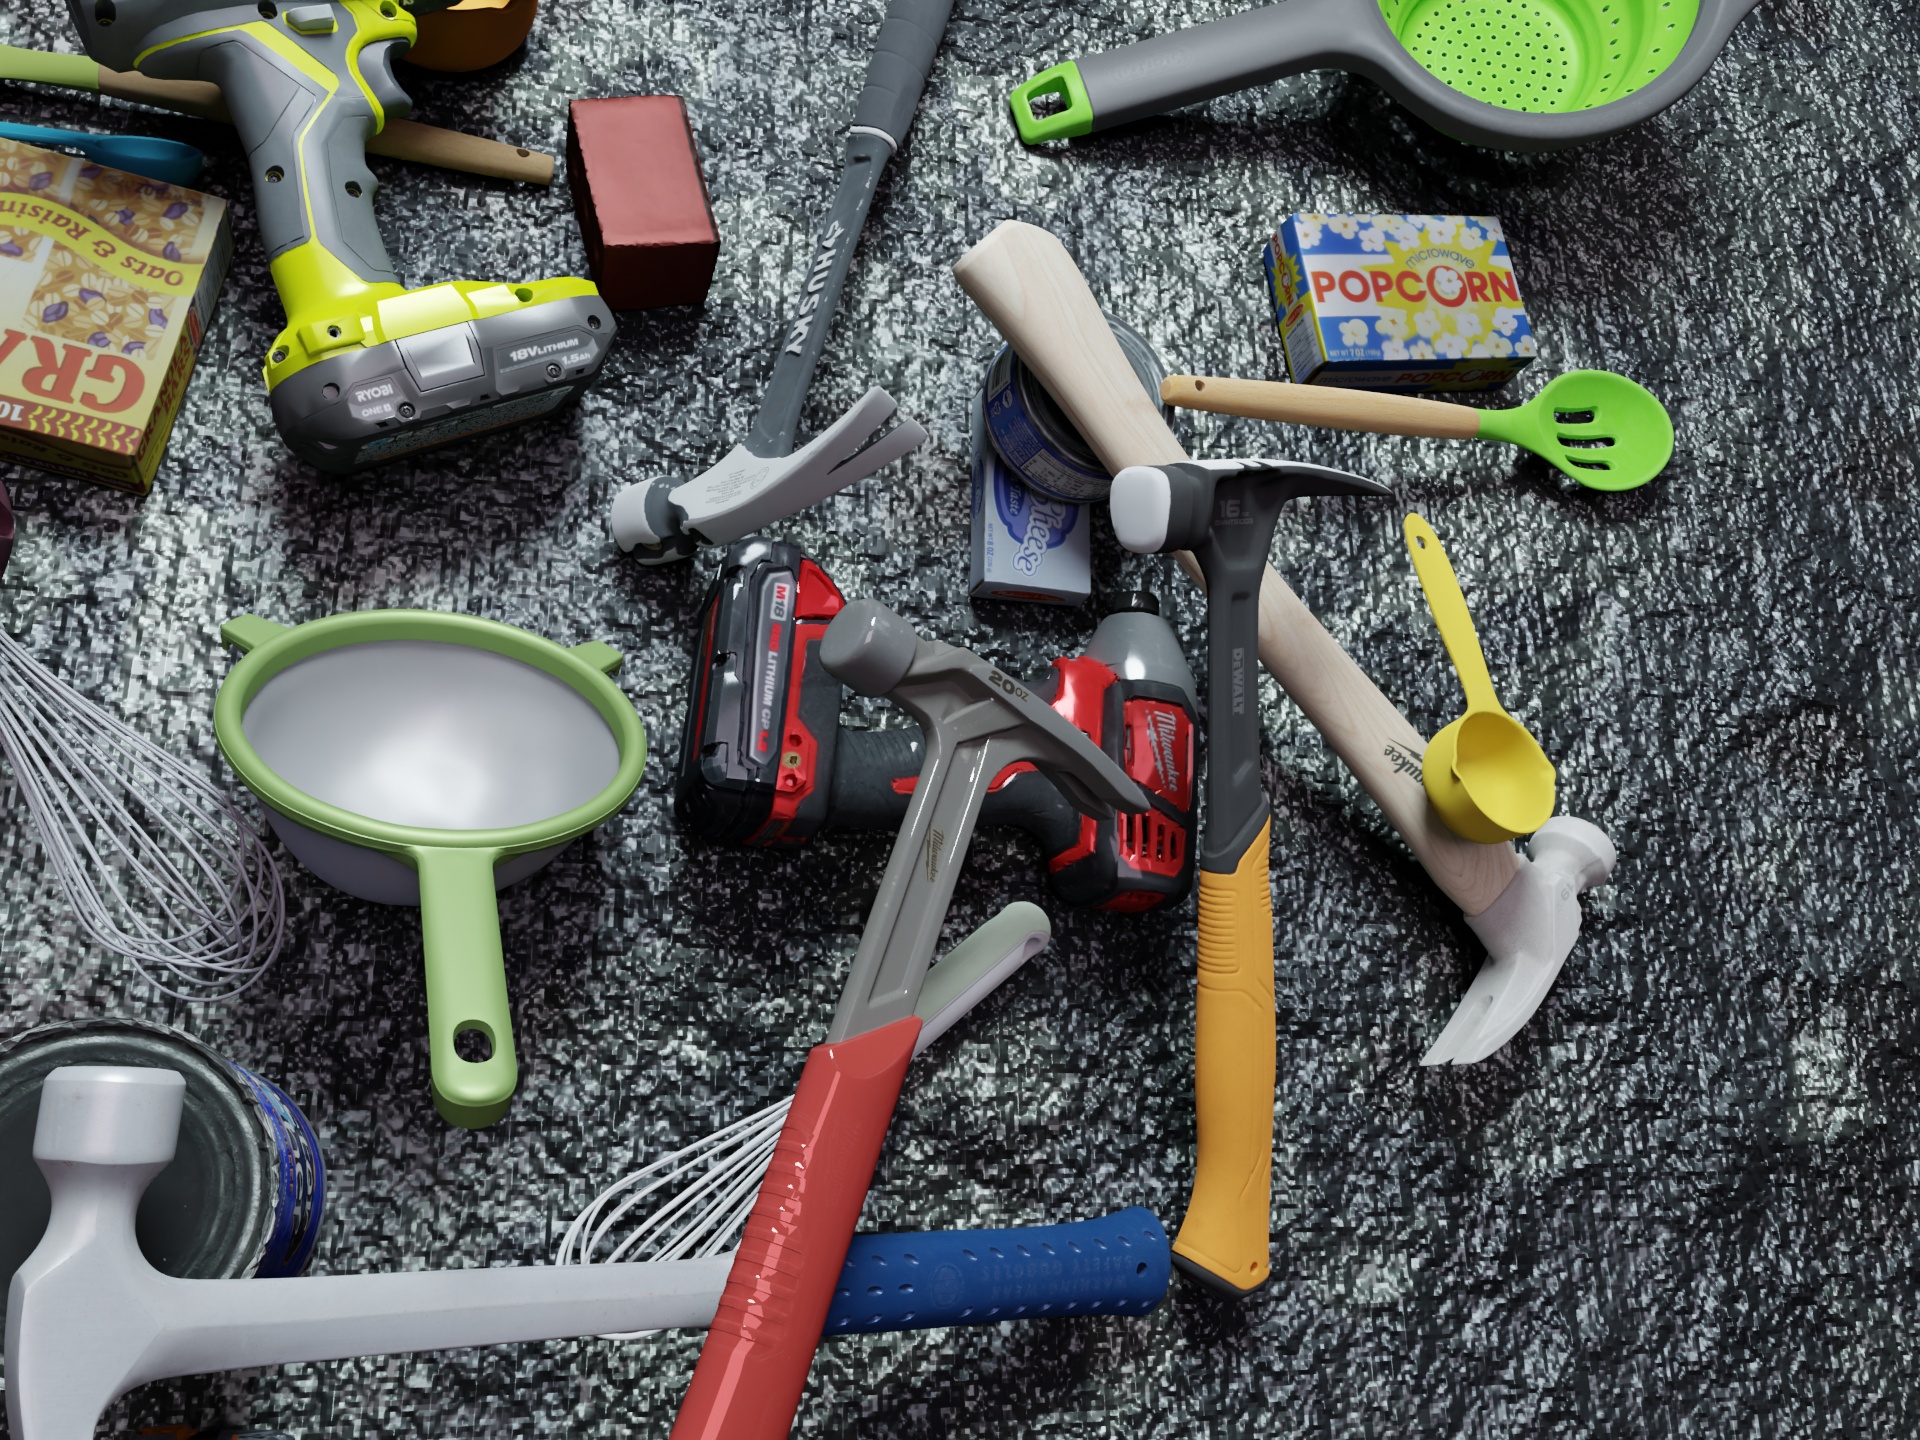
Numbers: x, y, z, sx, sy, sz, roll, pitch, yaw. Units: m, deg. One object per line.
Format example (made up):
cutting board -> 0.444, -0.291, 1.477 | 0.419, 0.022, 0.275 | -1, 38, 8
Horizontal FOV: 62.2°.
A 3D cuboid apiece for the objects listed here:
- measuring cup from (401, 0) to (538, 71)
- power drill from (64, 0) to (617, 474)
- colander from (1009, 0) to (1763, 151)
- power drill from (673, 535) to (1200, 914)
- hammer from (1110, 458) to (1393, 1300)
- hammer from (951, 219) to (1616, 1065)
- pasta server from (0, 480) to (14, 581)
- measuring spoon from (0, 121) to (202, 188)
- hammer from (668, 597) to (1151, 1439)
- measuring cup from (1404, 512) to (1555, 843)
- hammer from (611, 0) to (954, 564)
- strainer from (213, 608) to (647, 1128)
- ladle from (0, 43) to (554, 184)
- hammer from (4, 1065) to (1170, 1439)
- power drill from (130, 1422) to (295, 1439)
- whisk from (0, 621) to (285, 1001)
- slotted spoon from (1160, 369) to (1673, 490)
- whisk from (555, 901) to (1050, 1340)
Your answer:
measuring cup -> -0.265, -0.315, 0.704 | 0.173, 0.052, 0.095 | -39, 87, -24
power drill -> -0.228, -0.232, 0.643 | 0.190, 0.080, 0.228 | -23, 97, -25
colander -> 0.219, -0.357, 0.851 | 0.397, 0.094, 0.205 | -16, 78, -2
power drill -> -0.001, -0.002, 0.672 | 0.219, 0.078, 0.143 | 10, 72, -16
hammer -> 0.114, 0.067, 0.632 | 0.127, 0.034, 0.337 | -8, 102, -37
hammer -> 0.132, -0.038, 0.693 | 0.410, 0.038, 0.146 | 50, 58, -8
pasta server -> -0.375, 0.057, 0.533 | 0.060, 0.040, 0.316 | 10, 82, -3
measuring spoon -> -0.384, -0.234, 0.660 | 0.128, 0.021, 0.042 | 4, 29, -11
hammer -> -0.035, 0.142, 0.522 | 0.149, 0.037, 0.359 | 36, 59, -30
measuring cup -> 0.216, -0.019, 0.704 | 0.062, 0.029, 0.157 | 2, 64, -30
hammer -> -0.042, -0.254, 0.726 | 0.036, 0.149, 0.409 | 39, 54, -40
strainer -> -0.182, 0.055, 0.557 | 0.151, 0.069, 0.257 | 3, 35, -24
ladle -> -0.335, -0.276, 0.672 | 0.320, 0.062, 0.078 | 7, 56, -17
hammer -> -0.082, 0.192, 0.518 | 0.405, 0.035, 0.144 | 12, 73, -38
power drill -> -0.316, 0.257, 0.450 | 0.226, 0.164, 0.084 | 2, 72, -18
whisk -> -0.348, -0.010, 0.586 | 0.070, 0.070, 0.285 | -41, 82, -23
slotted spoon -> 0.231, -0.151, 0.786 | 0.313, 0.031, 0.070 | -1, 73, -27
whisk -> -0.053, 0.149, 0.625 | 0.246, 0.057, 0.059 | -37, 56, -27
